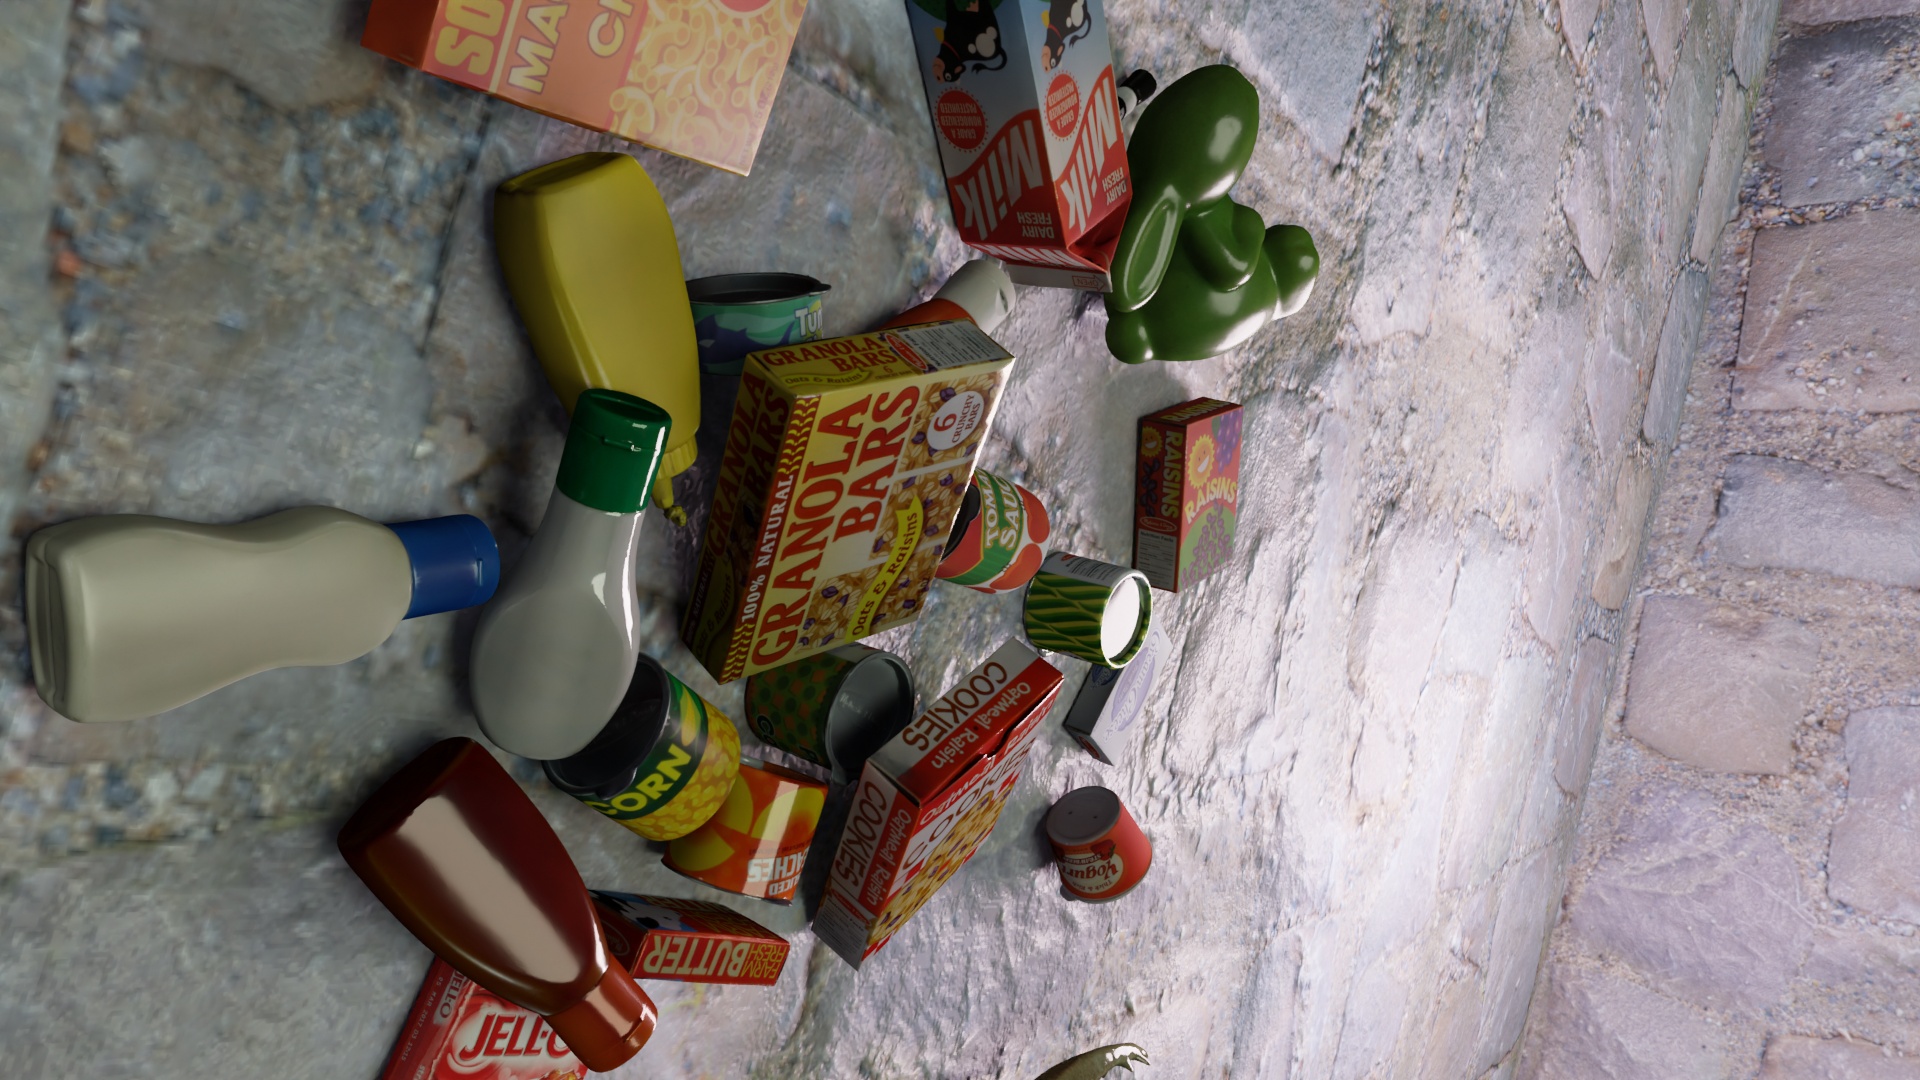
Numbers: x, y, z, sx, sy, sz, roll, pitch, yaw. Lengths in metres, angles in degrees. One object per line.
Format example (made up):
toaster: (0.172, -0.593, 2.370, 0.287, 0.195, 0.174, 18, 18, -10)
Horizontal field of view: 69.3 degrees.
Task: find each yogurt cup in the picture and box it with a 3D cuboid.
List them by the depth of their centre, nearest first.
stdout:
yogurt cup: (0.092, 0.206, 0.955, 0.073, 0.072, 0.053, -48, 127, -33)

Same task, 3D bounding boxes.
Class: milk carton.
milk carton: (0.037, -0.221, 0.738, 0.074, 0.072, 0.189, -43, 132, -38)

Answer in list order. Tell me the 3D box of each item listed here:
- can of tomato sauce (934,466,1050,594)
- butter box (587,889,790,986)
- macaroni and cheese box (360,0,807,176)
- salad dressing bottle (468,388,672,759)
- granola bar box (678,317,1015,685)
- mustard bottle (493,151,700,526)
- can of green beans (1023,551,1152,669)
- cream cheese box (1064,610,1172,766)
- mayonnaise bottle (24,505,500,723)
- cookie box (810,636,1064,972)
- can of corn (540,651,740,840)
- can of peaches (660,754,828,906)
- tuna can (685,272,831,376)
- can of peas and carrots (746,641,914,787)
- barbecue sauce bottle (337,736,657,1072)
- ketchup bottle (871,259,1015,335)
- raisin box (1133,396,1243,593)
can of tomato sauce: (0.003, -0.010, 0.761, 0.083, 0.071, 0.071, 20, 85, -54)
butter box: (-0.133, 0.188, 0.656, 0.103, 0.053, 0.024, 29, 80, -53)
macaroni and cheese box: (-0.126, -0.215, 0.516, 0.167, 0.040, 0.123, -1, 116, -59)
salad dressing bottle: (-0.151, 0.014, 0.550, 0.064, 0.044, 0.147, 16, 108, -16)
granola bar box: (-0.055, -0.019, 0.639, 0.125, 0.039, 0.164, -16, 140, -40)
mustard bottle: (-0.140, -0.074, 0.569, 0.065, 0.049, 0.159, -33, 127, -36)
can of green beans: (0.083, 0.045, 0.895, 0.071, 0.058, 0.071, -21, 117, -48)
cream cheese box: (0.113, 0.102, 0.982, 0.104, 0.024, 0.053, -61, 142, -21)
mayonnaise bottle: (-0.233, 0.017, 0.481, 0.148, 0.041, 0.064, -12, 111, -52)
cookie box: (-0.013, 0.144, 0.752, 0.123, 0.040, 0.166, -37, 156, -41)
can of corn: (-0.138, 0.092, 0.605, 0.071, 0.071, 0.058, -62, 142, -19)
can of peaches: (-0.101, 0.136, 0.668, 0.071, 0.071, 0.058, 28, 77, -53)
tuna can: (-0.091, -0.096, 0.609, 0.071, 0.071, 0.032, -26, 122, -47)
can of peas and carrots: (-0.067, 0.084, 0.707, 0.071, 0.059, 0.070, -22, 118, -48)
barbecue sauce bottle: (-0.178, 0.152, 0.558, 0.065, 0.043, 0.148, -49, 118, -36)
ketchup bottle: (-0.025, -0.090, 0.722, 0.149, 0.043, 0.064, -52, 142, -31)
raisin box: (0.163, -0.034, 0.994, 0.086, 0.040, 0.123, -20, 118, -48)
